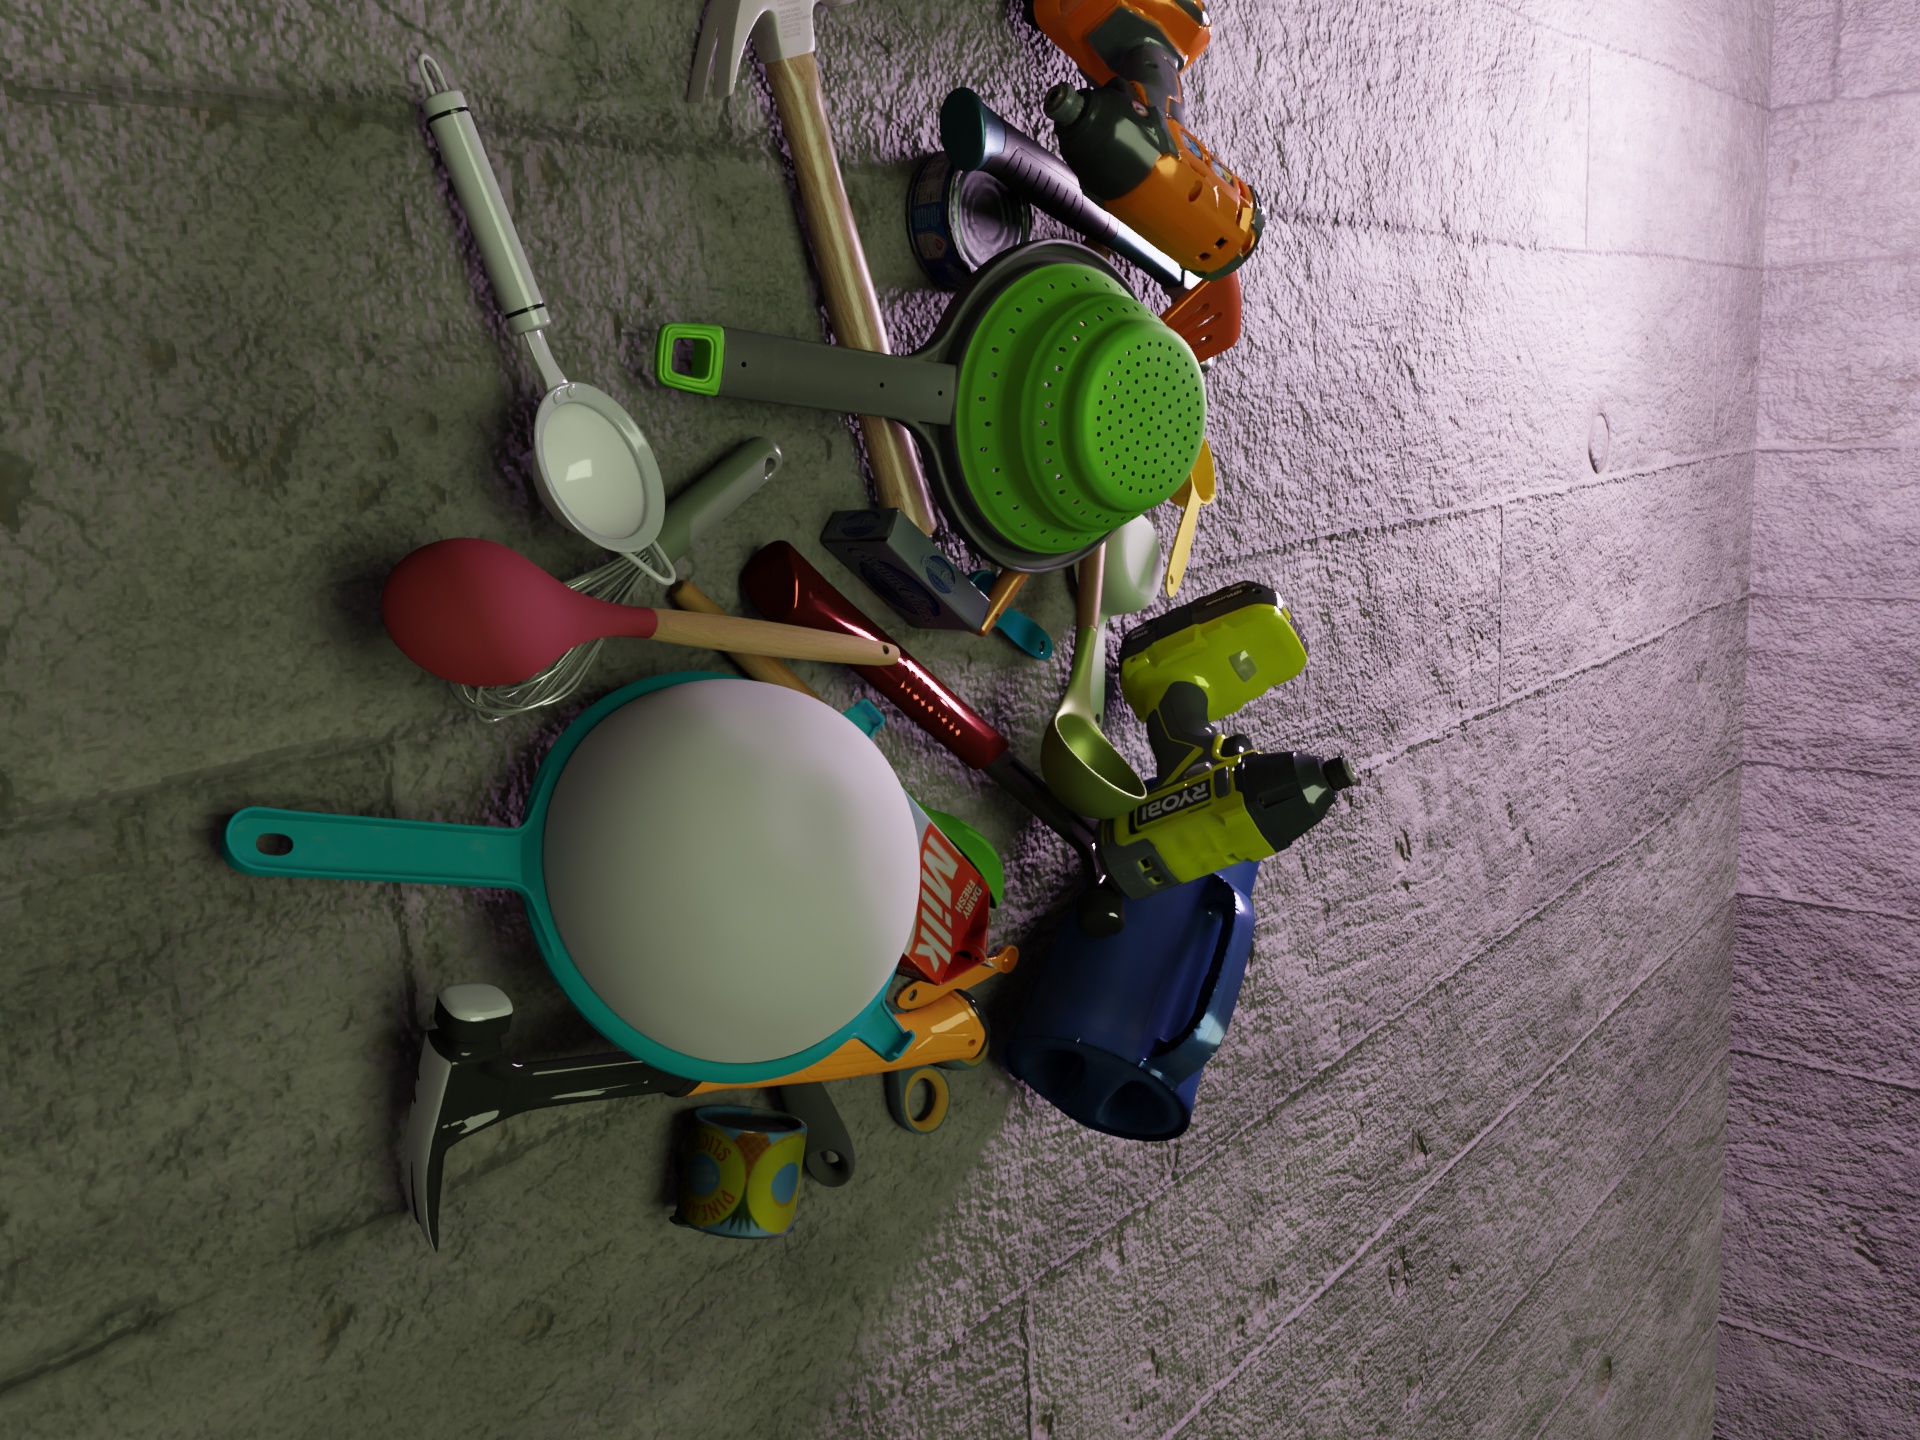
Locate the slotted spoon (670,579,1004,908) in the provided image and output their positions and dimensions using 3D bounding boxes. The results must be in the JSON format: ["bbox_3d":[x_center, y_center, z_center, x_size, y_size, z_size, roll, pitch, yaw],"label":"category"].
[{"bbox_3d":[-0.062,0.018,0.938,0.031,0.070,0.313,-47,127,-3],"label":"slotted spoon"}]

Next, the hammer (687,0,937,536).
[{"bbox_3d":[-0.068,-0.257,0.906,0.130,0.031,0.331,-37,122,-42],"label":"hammer"}]

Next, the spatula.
[{"bbox_3d":[0.099,-0.179,1.062,0.323,0.041,0.080,-57,153,-22],"label":"spatula"}]

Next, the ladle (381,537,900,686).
[{"bbox_3d":[-0.134,-0.043,0.780,0.315,0.031,0.069,4,69,-52],"label":"ladle"}]

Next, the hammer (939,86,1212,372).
[{"bbox_3d":[0.089,-0.328,1.038,0.330,0.033,0.128,7,85,-56],"label":"hammer"}]

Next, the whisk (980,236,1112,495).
[{"bbox_3d":[0.055,-0.233,1.054,0.051,0.047,0.245,55,49,-53],"label":"whisk"}]

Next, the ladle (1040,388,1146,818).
[{"bbox_3d":[0.095,-0.086,1.060,0.078,0.062,0.320,25,61,-40],"label":"ladle"}]

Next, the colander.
[{"bbox_3d":[0.019,-0.183,0.906,0.397,0.095,0.204,-2,103,-41],"label":"colander"}]

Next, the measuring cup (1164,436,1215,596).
[{"bbox_3d":[0.157,-0.149,1.168,0.062,0.029,0.157,55,42,-42],"label":"measuring cup"}]

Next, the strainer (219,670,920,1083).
[{"bbox_3d":[-0.147,0.055,0.728,0.340,0.095,0.211,7,67,-35],"label":"strainer"}]

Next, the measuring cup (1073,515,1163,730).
[{"bbox_3d":[0.112,-0.070,1.121,0.083,0.038,0.168,23,66,-51],"label":"measuring cup"}]

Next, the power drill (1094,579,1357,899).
[{"bbox_3d":[0.179,0.009,1.084,0.080,0.171,0.223,51,28,-30],"label":"power drill"}]

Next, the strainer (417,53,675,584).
[{"bbox_3d":[-0.200,-0.180,0.745,0.087,0.050,0.258,-47,122,-59],"label":"strainer"}]

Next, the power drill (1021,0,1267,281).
[{"bbox_3d":[0.100,-0.391,0.974,0.164,0.084,0.227,22,48,-40],"label":"power drill"}]

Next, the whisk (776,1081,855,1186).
[{"bbox_3d":[-0.108,0.163,0.892,0.073,0.073,0.295,-45,133,-37],"label":"whisk"}]

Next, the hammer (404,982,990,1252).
[{"bbox_3d":[-0.120,0.185,0.831,0.336,0.034,0.127,2,111,-41],"label":"hammer"}]

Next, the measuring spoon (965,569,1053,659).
[{"bbox_3d":[0.027,-0.066,1.062,0.128,0.021,0.042,30,77,-57],"label":"measuring spoon"}]

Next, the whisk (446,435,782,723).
[{"bbox_3d":[-0.164,-0.078,0.803,0.246,0.059,0.057,-50,156,-40],"label":"whisk"}]

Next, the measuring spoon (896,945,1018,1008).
[{"bbox_3d":[-0.003,0.170,1.060,0.117,0.011,0.021,-12,113,-45],"label":"measuring spoon"}]

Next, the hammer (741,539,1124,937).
[{"bbox_3d":[-0.002,-0.003,0.995,0.358,0.036,0.149,41,36,-38],"label":"hammer"}]
